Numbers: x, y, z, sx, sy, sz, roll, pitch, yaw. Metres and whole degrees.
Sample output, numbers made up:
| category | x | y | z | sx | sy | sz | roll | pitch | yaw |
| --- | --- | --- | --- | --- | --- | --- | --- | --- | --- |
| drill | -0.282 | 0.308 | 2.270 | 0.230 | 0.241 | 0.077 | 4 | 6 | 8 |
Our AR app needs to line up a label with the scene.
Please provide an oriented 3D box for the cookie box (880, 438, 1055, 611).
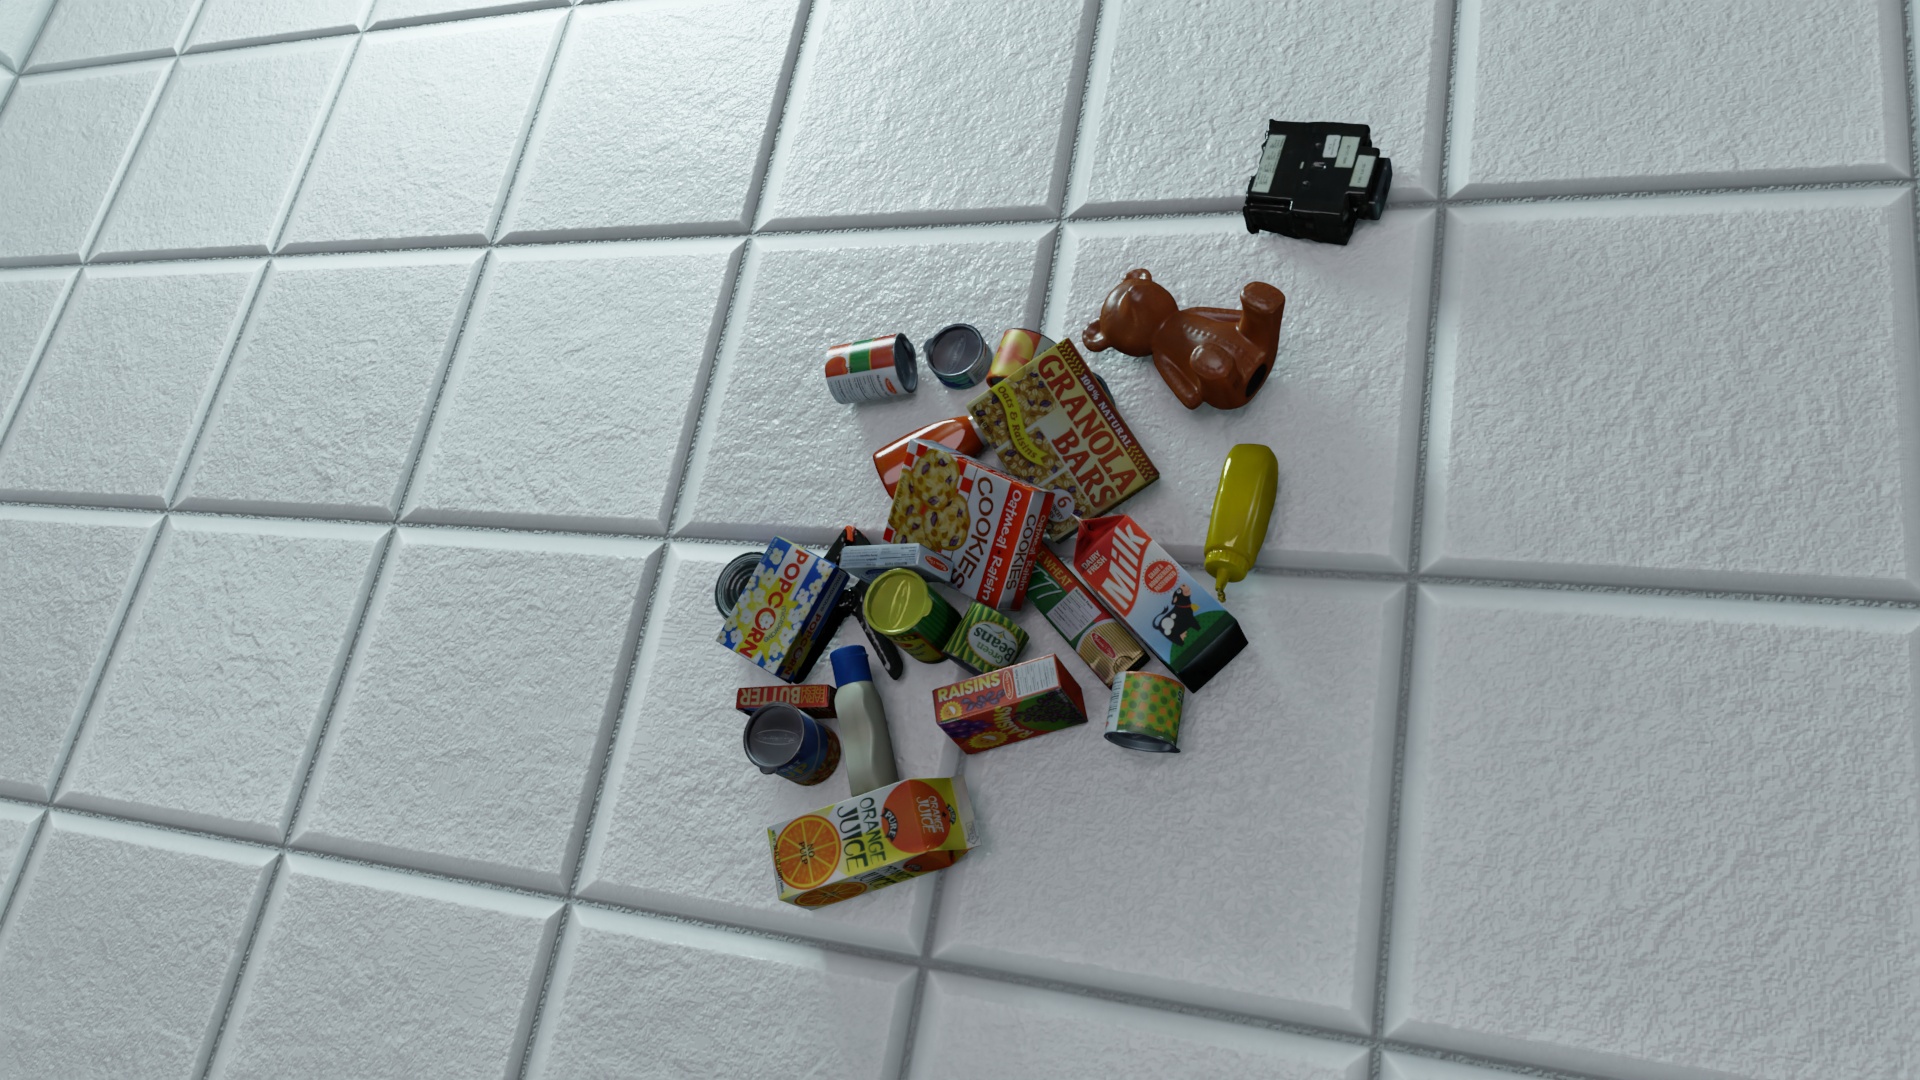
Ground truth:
| category | x | y | z | sx | sy | sz | roll | pitch | yaw |
| --- | --- | --- | --- | --- | --- | --- | --- | --- | --- |
| cookie box | 0.005 | -0.017 | 1.374 | 0.167 | 0.040 | 0.122 | 25 | 104 | 37 |

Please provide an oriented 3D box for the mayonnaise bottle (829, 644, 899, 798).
| category | x | y | z | sx | sy | sz | roll | pitch | yaw |
| --- | --- | --- | --- | --- | --- | --- | --- | --- | --- |
| mayonnaise bottle | -0.095 | 0.176 | 1.344 | 0.041 | 0.064 | 0.148 | -19 | 70 | 15 |

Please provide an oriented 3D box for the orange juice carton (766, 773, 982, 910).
| category | x | y | z | sx | sy | sz | roll | pitch | yaw |
| --- | --- | --- | --- | --- | --- | --- | --- | --- | --- |
| orange juice carton | -0.076 | 0.279 | 1.296 | 0.192 | 0.073 | 0.072 | -21 | 62 | 12 |

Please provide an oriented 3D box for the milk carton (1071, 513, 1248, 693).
| category | x | y | z | sx | sy | sz | roll | pitch | yaw |
| --- | --- | --- | --- | --- | --- | --- | --- | --- | --- |
| milk carton | 0.173 | 0.046 | 1.300 | 0.073 | 0.072 | 0.191 | -43 | 59 | 0 |

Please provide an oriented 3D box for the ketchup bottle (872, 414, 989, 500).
| category | x | y | z | sx | sy | sz | roll | pitch | yaw |
| --- | --- | --- | --- | --- | --- | --- | --- | --- | --- |
| ketchup bottle | -0.016 | -0.098 | 1.454 | 0.149 | 0.043 | 0.065 | -28 | 64 | 8 |

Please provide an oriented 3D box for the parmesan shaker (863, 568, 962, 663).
| category | x | y | z | sx | sy | sz | roll | pitch | yaw |
| --- | --- | --- | --- | --- | --- | --- | --- | --- | --- |
| parmesan shaker | -0.041 | 0.076 | 1.353 | 0.071 | 0.103 | 0.071 | -8 | 65 | 19 |

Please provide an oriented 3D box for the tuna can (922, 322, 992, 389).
| category | x | y | z | sx | sy | sz | roll | pitch | yaw |
| --- | --- | --- | --- | --- | --- | --- | --- | --- | --- |
| tuna can | -0.003 | -0.199 | 1.500 | 0.071 | 0.032 | 0.071 | -8 | 65 | 18 |

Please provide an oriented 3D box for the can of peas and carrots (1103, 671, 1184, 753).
| category | x | y | z | sx | sy | sz | roll | pitch | yaw |
| --- | --- | --- | --- | --- | --- | --- | --- | --- | --- |
| can of peas and carrots | 0.169 | 0.156 | 1.258 | 0.071 | 0.071 | 0.059 | 4 | 69 | 23 |

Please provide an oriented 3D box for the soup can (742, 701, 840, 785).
| category | x | y | z | sx | sy | sz | roll | pitch | yaw |
| --- | --- | --- | --- | --- | --- | --- | --- | --- | --- |
| soup can | -0.164 | 0.202 | 1.358 | 0.071 | 0.083 | 0.071 | -8 | 65 | 19 |

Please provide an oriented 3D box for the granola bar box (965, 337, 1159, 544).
| category | x | y | z | sx | sy | sz | roll | pitch | yaw |
| --- | --- | --- | --- | --- | --- | --- | --- | --- | --- |
| granola bar box | 0.101 | -0.098 | 1.375 | 0.124 | 0.039 | 0.165 | -34 | 82 | 7 |

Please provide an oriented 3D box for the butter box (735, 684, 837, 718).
| category | x | y | z | sx | sy | sz | roll | pitch | yaw |
| --- | --- | --- | --- | --- | --- | --- | --- | --- | --- |
| butter box | -0.168 | 0.163 | 1.395 | 0.103 | 0.053 | 0.024 | -4 | 69 | 20 |

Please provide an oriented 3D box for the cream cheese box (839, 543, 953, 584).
| category | x | y | z | sx | sy | sz | roll | pitch | yaw |
| --- | --- | --- | --- | --- | --- | --- | --- | --- | --- |
| cream cheese box | -0.064 | 0.023 | 1.363 | 0.103 | 0.053 | 0.024 | -3 | 67 | 38 |

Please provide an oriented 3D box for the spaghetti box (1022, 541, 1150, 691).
| category | x | y | z | sx | sy | sz | roll | pitch | yaw |
| --- | --- | --- | --- | --- | --- | --- | --- | --- | --- |
| spaghetti box | 0.087 | 0.043 | 1.360 | 0.050 | 0.028 | 0.251 | -42 | 59 | 1 |

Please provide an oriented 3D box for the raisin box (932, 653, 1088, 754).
| category | x | y | z | sx | sy | sz | roll | pitch | yaw |
| --- | --- | --- | --- | --- | --- | --- | --- | --- | --- |
| raisin box | 0.047 | 0.155 | 1.294 | 0.123 | 0.086 | 0.040 | -18 | 57 | 14 |

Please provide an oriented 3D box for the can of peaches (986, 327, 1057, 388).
| category | x | y | z | sx | sy | sz | roll | pitch | yaw |
| --- | --- | --- | --- | --- | --- | --- | --- | --- | --- |
| can of peaches | 0.065 | -0.180 | 1.447 | 0.071 | 0.071 | 0.058 | 14 | 75 | 26 |

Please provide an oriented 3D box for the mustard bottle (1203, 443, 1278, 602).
| category | x | y | z | sx | sy | sz | roll | pitch | yaw |
| --- | --- | --- | --- | --- | --- | --- | --- | --- | --- |
| mustard bottle | 0.256 | -0.013 | 1.286 | 0.049 | 0.065 | 0.161 | 6 | 58 | 27 |

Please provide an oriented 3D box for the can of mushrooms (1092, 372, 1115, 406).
| category | x | y | z | sx | sy | sz | roll | pitch | yaw |
| --- | --- | --- | --- | --- | --- | --- | --- | --- | --- |
| can of mushrooms | 0.122 | -0.137 | 1.423 | 0.071 | 0.033 | 0.071 | -8 | 66 | 18 |

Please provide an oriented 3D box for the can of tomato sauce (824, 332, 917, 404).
| category | x | y | z | sx | sy | sz | roll | pitch | yaw |
| --- | --- | --- | --- | --- | --- | --- | --- | --- | --- |
| can of tomato sauce | -0.097 | -0.188 | 1.514 | 0.083 | 0.071 | 0.071 | -8 | 65 | 19 |

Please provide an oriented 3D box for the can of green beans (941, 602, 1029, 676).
| category | x | y | z | sx | sy | sz | roll | pitch | yaw |
| --- | --- | --- | --- | --- | --- | --- | --- | --- | --- |
| can of green beans | 0.025 | 0.100 | 1.338 | 0.071 | 0.071 | 0.058 | 27 | 80 | 29 |

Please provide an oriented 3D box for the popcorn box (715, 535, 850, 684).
| category | x | y | z | sx | sy | sz | roll | pitch | yaw |
| --- | --- | --- | --- | --- | --- | --- | --- | --- | --- |
| popcorn box | -0.179 | 0.069 | 1.407 | 0.085 | 0.038 | 0.127 | 25 | 82 | 28 |
